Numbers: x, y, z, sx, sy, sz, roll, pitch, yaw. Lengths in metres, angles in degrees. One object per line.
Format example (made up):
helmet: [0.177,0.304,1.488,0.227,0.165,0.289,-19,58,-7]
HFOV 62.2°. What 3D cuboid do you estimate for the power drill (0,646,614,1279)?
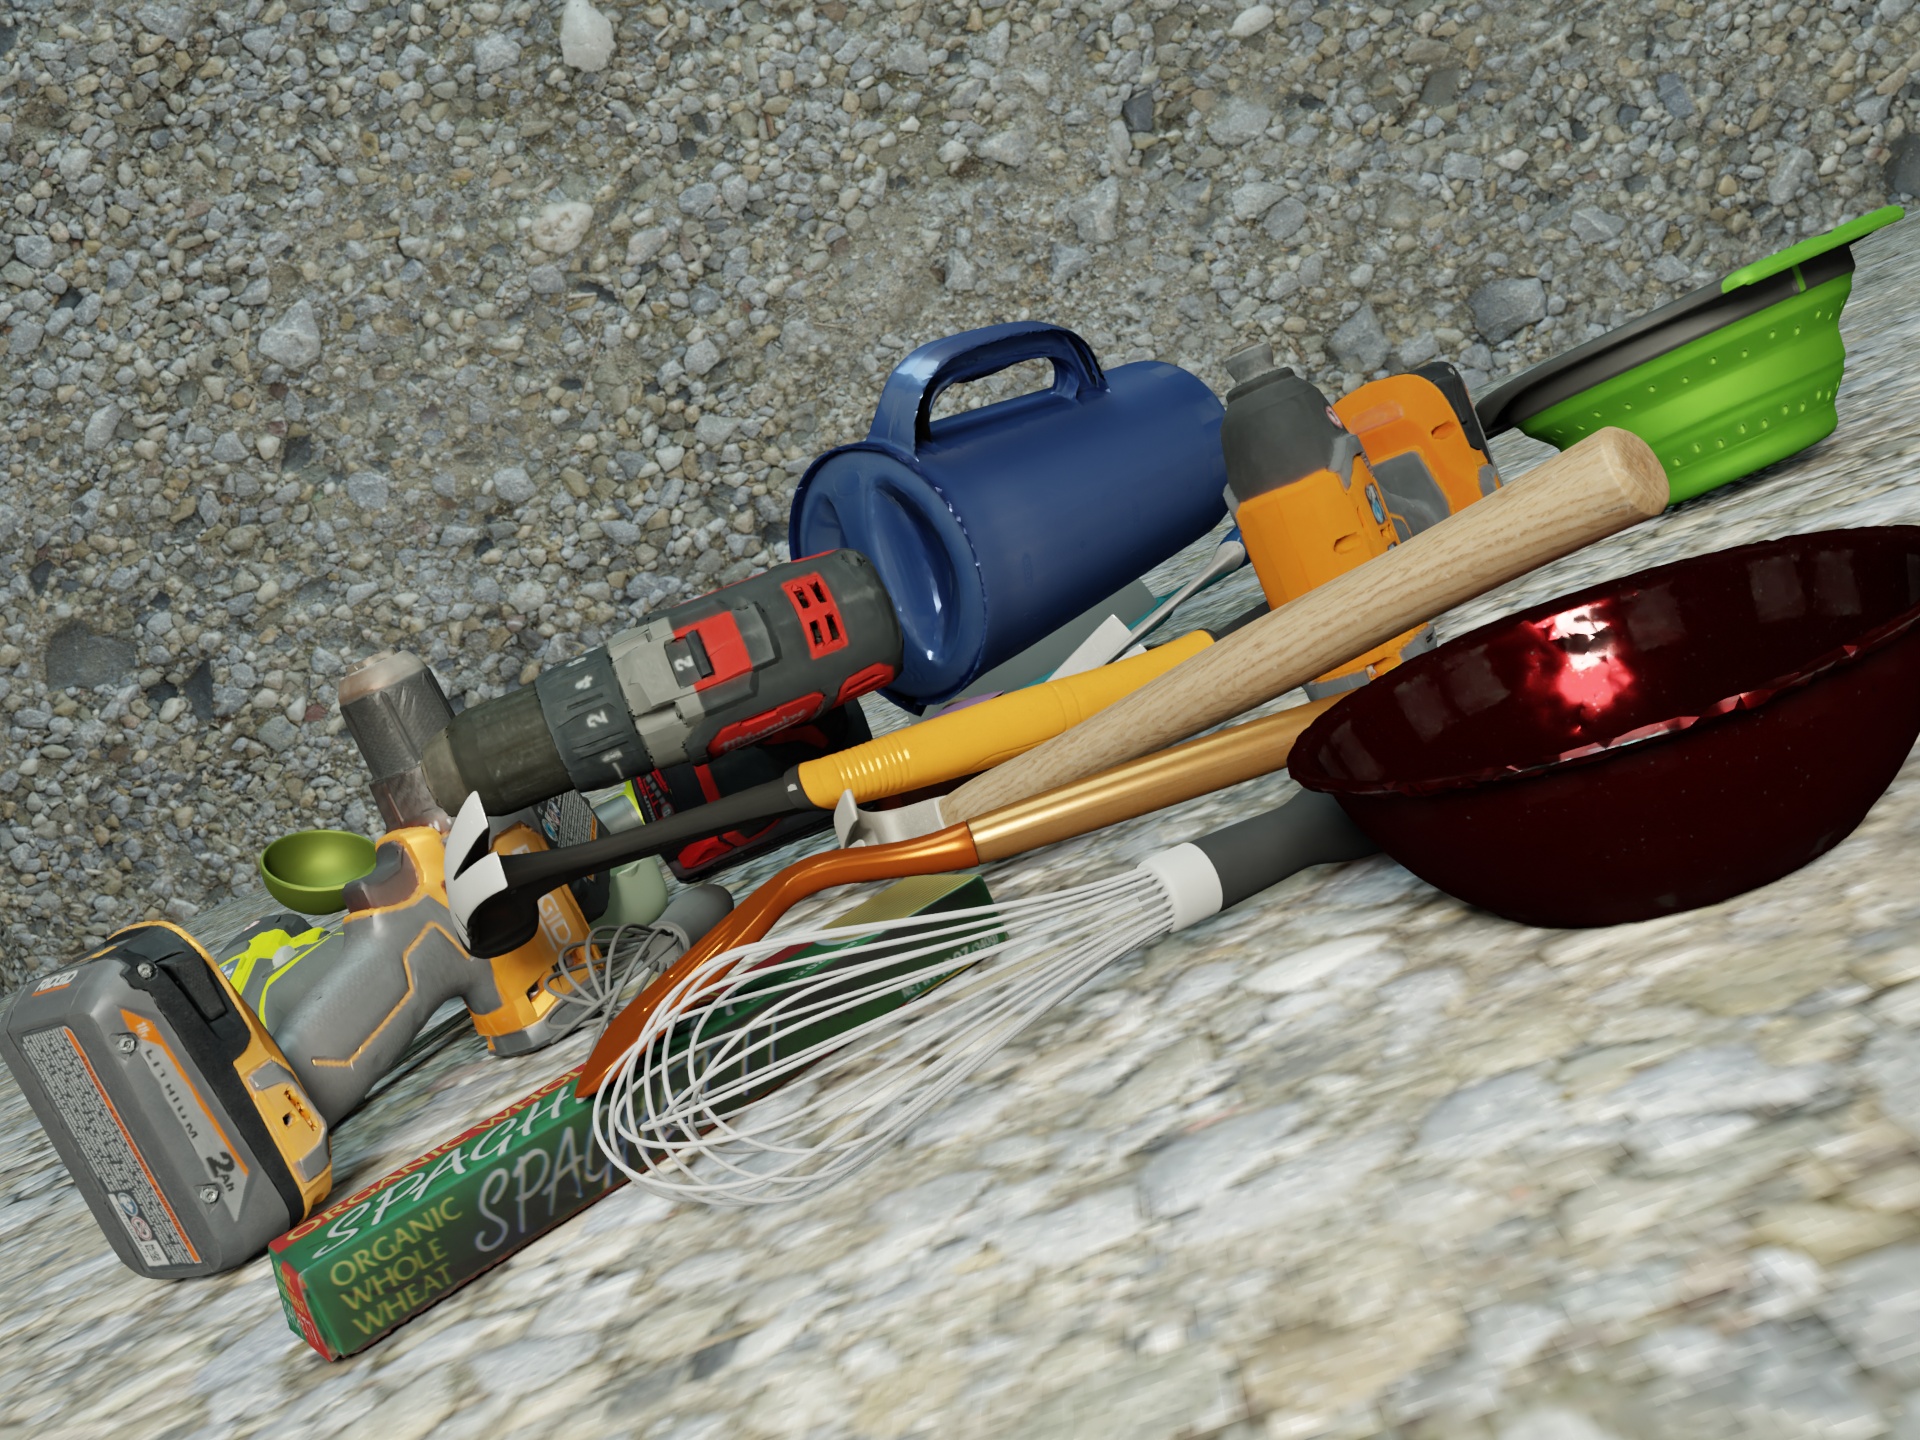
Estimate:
power drill: [-0.252,0.084,0.634,0.084,0.185,0.226,-16,12,33]

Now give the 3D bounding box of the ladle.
ladle: [-0.326,0.056,1.029,0.320,0.062,0.078,-23,14,23]

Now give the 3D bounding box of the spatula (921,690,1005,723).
spatula: [-0.001,-0.003,0.856,0.060,0.018,0.316,-29,1,2]

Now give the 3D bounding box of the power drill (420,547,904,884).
power drill: [-0.118,0.010,0.690,0.188,0.080,0.226,-22,-12,-8]

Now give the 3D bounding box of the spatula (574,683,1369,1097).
spatula: [0.030,0.039,0.501,0.322,0.041,0.081,-18,6,-3]

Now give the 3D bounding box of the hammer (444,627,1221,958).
hammer: [-0.034,0.017,0.632,0.337,0.034,0.127,-17,-14,-22]

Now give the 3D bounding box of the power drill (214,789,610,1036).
power drill: [-0.299,0.105,0.835,0.223,0.080,0.171,-31,23,2]

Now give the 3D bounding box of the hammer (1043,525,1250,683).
hammer: [0.152,-0.091,0.907,0.405,0.035,0.144,-38,-1,-39]

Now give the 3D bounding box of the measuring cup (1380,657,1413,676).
measuring cup: [0.206,-0.003,0.512,0.156,0.029,0.062,3,27,47]

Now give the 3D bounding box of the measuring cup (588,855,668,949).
measuring cup: [-0.175,0.090,0.925,0.083,0.038,0.167,-17,7,40]

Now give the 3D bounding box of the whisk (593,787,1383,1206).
whisk: [0.034,0.058,0.445,0.284,0.070,0.070,-21,6,-23]

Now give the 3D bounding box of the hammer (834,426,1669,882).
hammer: [0.076,-0.007,0.541,0.130,0.031,0.331,-8,-16,-47]

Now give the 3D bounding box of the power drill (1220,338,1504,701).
power drill: [0.196,-0.113,0.774,0.084,0.164,0.226,-20,6,34]

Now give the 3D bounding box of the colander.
colander: [0.365,-0.161,0.911,0.204,0.094,0.397,-24,0,-15]

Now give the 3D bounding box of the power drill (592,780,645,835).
power drill: [-0.249,0.089,1.012,0.228,0.080,0.190,-29,7,-21]

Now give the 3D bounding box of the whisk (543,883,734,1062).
whisk: [-0.128,0.101,0.686,0.055,0.055,0.239,-22,2,3]

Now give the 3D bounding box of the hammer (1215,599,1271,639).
hammer: [0.198,-0.072,0.973,0.149,0.036,0.409,-19,8,36]

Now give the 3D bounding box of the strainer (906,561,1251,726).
strainer: [0.090,-0.096,1.097,0.340,0.095,0.211,-29,5,12]
